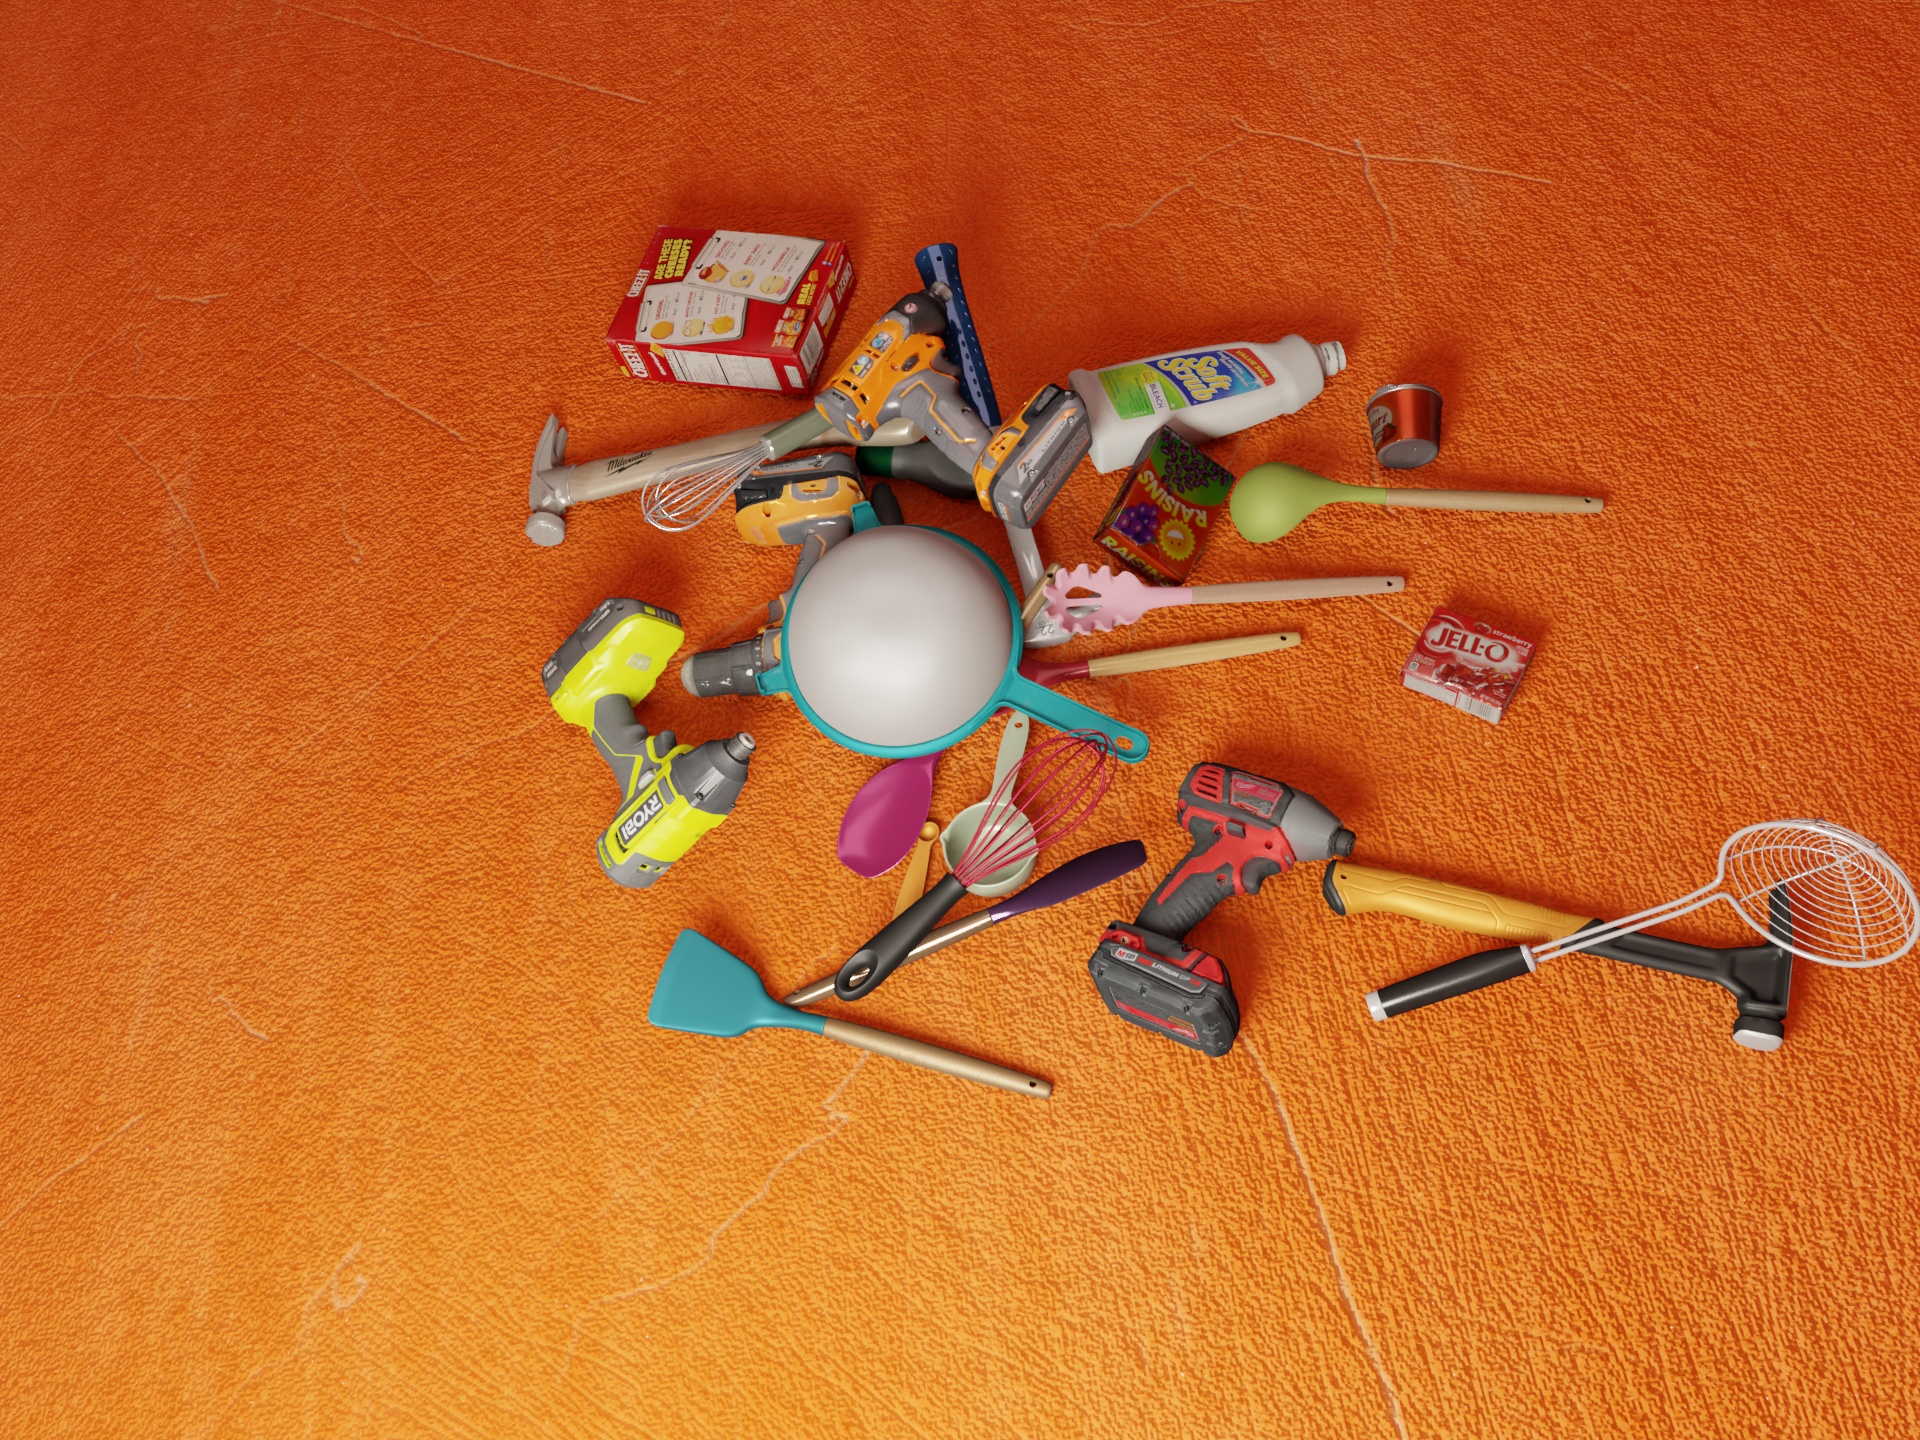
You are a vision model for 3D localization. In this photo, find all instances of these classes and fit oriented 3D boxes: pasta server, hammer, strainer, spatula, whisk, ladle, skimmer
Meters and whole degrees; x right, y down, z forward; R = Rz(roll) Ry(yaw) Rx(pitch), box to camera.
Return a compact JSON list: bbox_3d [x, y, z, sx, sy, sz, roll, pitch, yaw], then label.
[{"bbox_3d":[0.227,-0.110,1.370,0.316,0.040,0.060,-3,91,-2],"label":"pasta server"},{"bbox_3d":[0.023,-0.254,1.458,0.144,0.035,0.406,-17,75,3],"label":"hammer"},{"bbox_3d":[0.000,-0.054,1.311,0.340,0.095,0.211,26,79,15],"label":"strainer"},{"bbox_3d":[-0.083,0.243,1.237,0.317,0.044,0.082,13,63,12],"label":"spatula"},{"bbox_3d":[-0.227,-0.270,1.542,0.410,0.038,0.146,-9,58,13],"label":"hammer"},{"bbox_3d":[0.446,0.149,1.206,0.337,0.034,0.127,11,64,16],"label":"hammer"},{"bbox_3d":[-0.182,-0.243,1.447,0.246,0.059,0.058,-33,88,-18],"label":"whisk"},{"bbox_3d":[0.137,-0.050,1.382,0.315,0.031,0.069,-8,74,4],"label":"ladle"},{"bbox_3d":[-0.051,-0.131,1.455,0.055,0.055,0.239,-16,55,2],"label":"whisk"},{"bbox_3d":[0.401,-0.190,1.411,0.320,0.062,0.078,3,59,4],"label":"ladle"},{"bbox_3d":[0.012,0.114,1.253,0.296,0.073,0.073,-43,62,-8],"label":"whisk"},{"bbox_3d":[0.002,0.164,1.263,0.316,0.018,0.060,-25,21,7],"label":"spatula"},{"bbox_3d":[0.465,0.164,1.118,0.363,0.127,0.090,-23,23,18],"label":"skimmer"}]

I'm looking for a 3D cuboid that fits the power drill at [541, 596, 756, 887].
[{"bbox_3d":[-0.266,0.008,1.366,0.171,0.080,0.223,-43,57,20],"label":"power drill"}]

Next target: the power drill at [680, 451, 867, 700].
[{"bbox_3d":[-0.164,-0.123,1.452,0.185,0.084,0.226,-9,64,7],"label":"power drill"}]

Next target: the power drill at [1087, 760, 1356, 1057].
[{"bbox_3d":[0.204,0.138,1.227,0.143,0.078,0.220,18,62,30],"label":"power drill"}]

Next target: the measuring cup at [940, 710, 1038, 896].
[{"bbox_3d":[0.036,0.070,1.327,0.083,0.038,0.168,7,60,14],"label":"measuring cup"}]

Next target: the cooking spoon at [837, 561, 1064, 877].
[{"bbox_3d":[-0.002,-0.004,1.359,0.069,0.017,0.319,31,81,21],"label":"cooking spoon"}]

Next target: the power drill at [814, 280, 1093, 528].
[{"bbox_3d":[0.003,-0.288,1.411,0.226,0.084,0.164,33,81,17],"label":"power drill"}]

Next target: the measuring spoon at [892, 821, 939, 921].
[{"bbox_3d":[-0.038,0.139,1.318,0.021,0.011,0.117,6,65,20],"label":"measuring spoon"}]
